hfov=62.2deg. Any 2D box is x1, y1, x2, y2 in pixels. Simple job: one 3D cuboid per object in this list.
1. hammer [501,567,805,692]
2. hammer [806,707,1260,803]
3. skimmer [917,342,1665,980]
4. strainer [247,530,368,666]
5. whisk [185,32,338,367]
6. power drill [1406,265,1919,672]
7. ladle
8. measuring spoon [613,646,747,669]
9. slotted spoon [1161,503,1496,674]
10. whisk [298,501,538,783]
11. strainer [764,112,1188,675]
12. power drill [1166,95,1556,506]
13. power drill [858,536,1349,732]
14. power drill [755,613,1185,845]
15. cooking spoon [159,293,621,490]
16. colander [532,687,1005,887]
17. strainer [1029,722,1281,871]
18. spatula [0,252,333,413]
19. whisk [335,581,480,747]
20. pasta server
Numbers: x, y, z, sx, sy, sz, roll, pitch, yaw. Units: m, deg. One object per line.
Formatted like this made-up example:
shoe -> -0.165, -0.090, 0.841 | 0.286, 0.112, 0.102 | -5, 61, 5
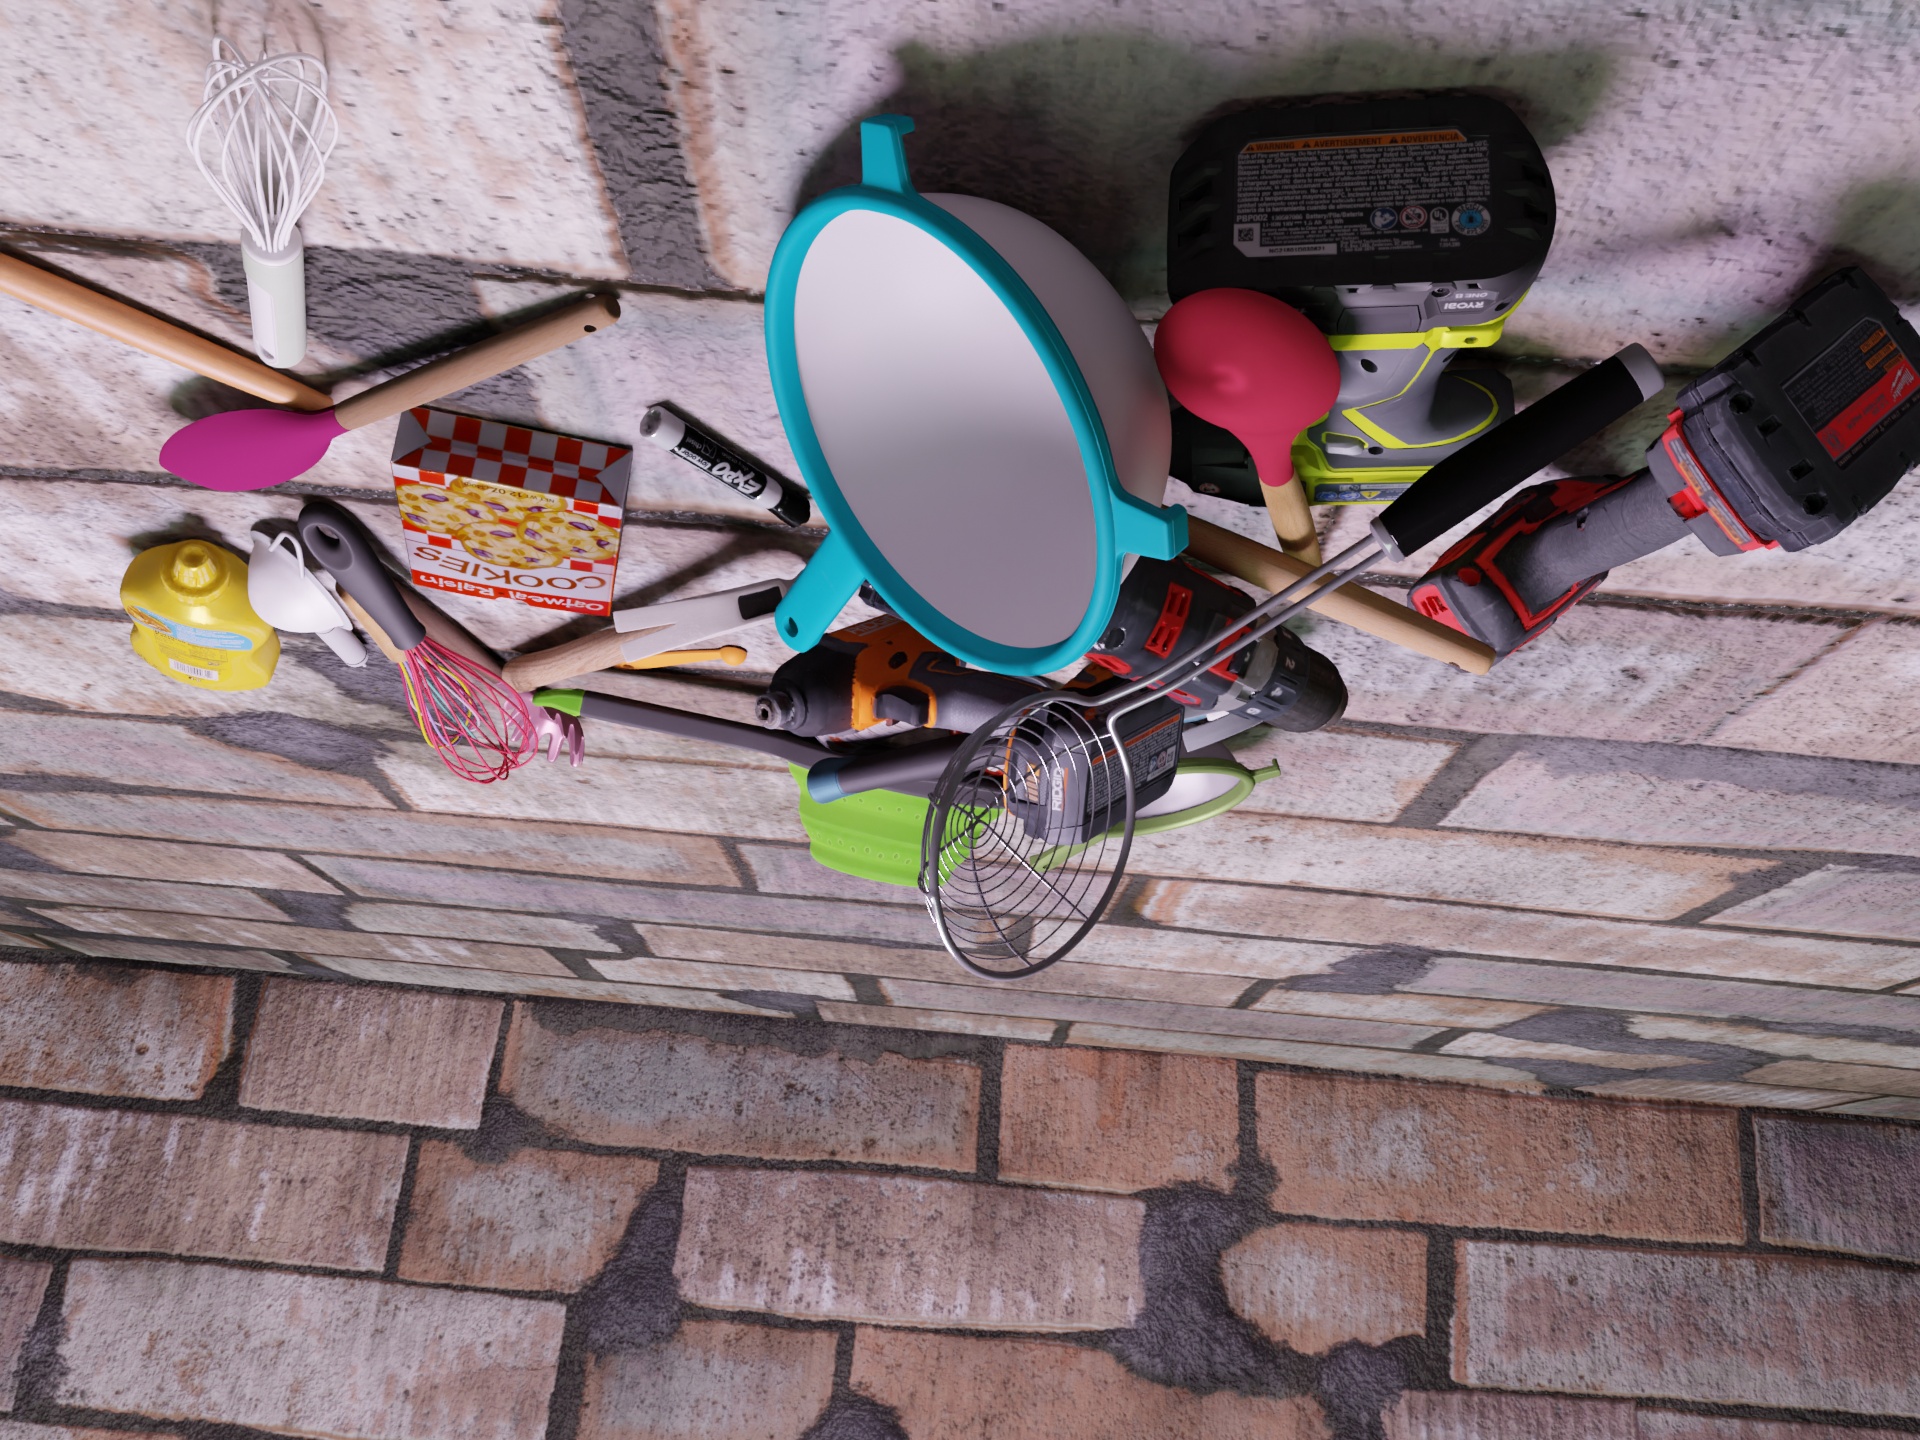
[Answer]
hammer -> -0.224, -0.052, 1.065 | 0.130, 0.031, 0.331 | -18, -175, -41
hammer -> 0.053, 0.011, 1.057 | 0.331, 0.033, 0.128 | -12, -171, 19
skimmer -> 0.136, -0.022, 0.656 | 0.363, 0.090, 0.127 | -34, 134, 16
strainer -> -0.442, -0.070, 1.095 | 0.087, 0.050, 0.258 | 41, 166, 2
whisk -> -0.293, -0.207, 0.675 | 0.058, 0.059, 0.246 | 49, 156, -5
power drill -> 0.309, -0.101, 0.707 | 0.143, 0.078, 0.219 | -35, 179, -26
ladle -> 0.139, -0.100, 0.690 | 0.069, 0.031, 0.315 | 12, 172, 20
measuring spoon -> -0.208, -0.042, 1.168 | 0.117, 0.011, 0.021 | -4, 159, 25
slotted spoon -> 0.102, -0.090, 0.753 | 0.314, 0.031, 0.070 | 27, 178, 21
whisk -> -0.366, -0.045, 1.082 | 0.073, 0.073, 0.295 | 0, 146, 14
strainer -> -0.005, -0.112, 0.721 | 0.095, 0.211, 0.340 | -33, 177, -27
power drill -> 0.152, -0.154, 0.665 | 0.171, 0.080, 0.223 | 1, 163, 11
power drill -> 0.075, -0.054, 0.820 | 0.187, 0.080, 0.227 | 20, -178, -40
power drill -> -0.001, -0.003, 0.941 | 0.227, 0.084, 0.164 | 20, -152, 33
cooking spoon -> -0.296, -0.162, 0.808 | 0.319, 0.017, 0.068 | -12, 159, 29
colander -> -0.132, 0.056, 1.214 | 0.397, 0.094, 0.204 | 12, -178, -11
strainer -> 0.118, 0.053, 1.240 | 0.151, 0.069, 0.256 | 2, 158, -28
spatula -> -0.451, -0.201, 0.739 | 0.322, 0.041, 0.081 | 21, 154, -40
whisk -> -0.406, -0.039, 1.172 | 0.047, 0.051, 0.244 | -32, 158, -12
pasta server -> -0.360, -0.038, 1.184 | 0.060, 0.040, 0.316 | 11, 162, 17
